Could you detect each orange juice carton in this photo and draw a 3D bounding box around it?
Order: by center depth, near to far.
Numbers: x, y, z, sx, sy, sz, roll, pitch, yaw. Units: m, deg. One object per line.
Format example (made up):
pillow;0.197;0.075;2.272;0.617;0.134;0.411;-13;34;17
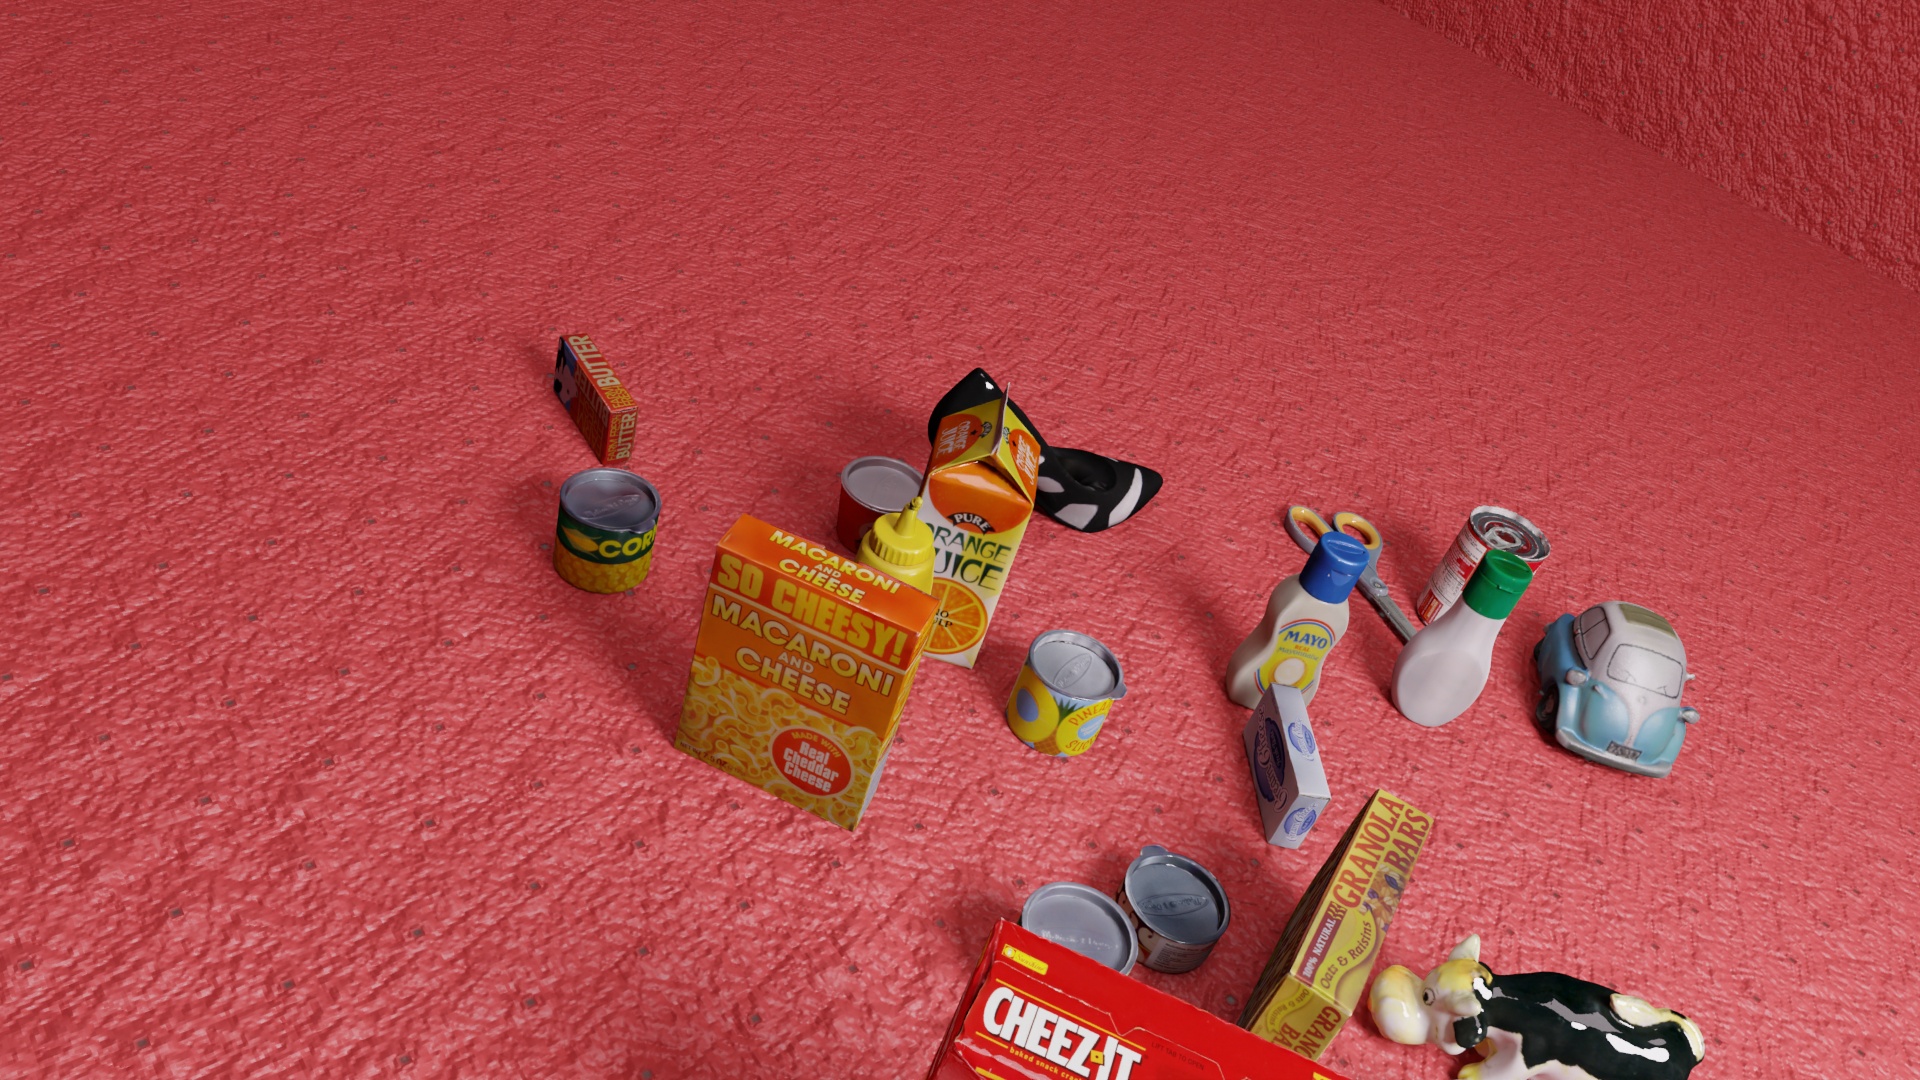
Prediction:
orange juice carton;0.003;-0.012;0.939;0.073;0.191;0.072;16;36;-4

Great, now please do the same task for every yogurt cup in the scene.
yogurt cup;-0.061;-0.023;1.041;0.072;0.053;0.073;12;37;-9

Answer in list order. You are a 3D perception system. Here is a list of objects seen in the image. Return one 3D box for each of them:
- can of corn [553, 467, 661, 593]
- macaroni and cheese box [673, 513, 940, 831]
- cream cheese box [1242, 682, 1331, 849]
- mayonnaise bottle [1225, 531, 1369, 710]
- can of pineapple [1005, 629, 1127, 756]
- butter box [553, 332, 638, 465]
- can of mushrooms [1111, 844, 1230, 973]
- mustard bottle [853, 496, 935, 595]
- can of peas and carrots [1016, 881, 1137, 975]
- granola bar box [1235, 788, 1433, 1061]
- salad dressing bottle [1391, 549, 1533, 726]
can of corn;-0.237;-0.005;0.937;0.071;0.058;0.071;12;37;-9
macaroni and cheese box;-0.092;0.078;0.804;0.124;0.165;0.040;24;36;6
cream cheese box;0.220;0.152;0.942;0.024;0.053;0.104;12;37;-10
mayonnaise bottle;0.243;0.060;0.990;0.065;0.147;0.041;14;37;-7
can of pineapple;0.070;0.104;0.933;0.071;0.057;0.071;12;37;-9
butter box;-0.278;-0.108;1.056;0.024;0.052;0.104;-12;46;-35
can of mushrooms;0.123;0.220;0.829;0.071;0.033;0.071;12;37;-9
mustard bottle;-0.047;0.031;0.890;0.049;0.159;0.065;31;38;16
can of peas and carrots;0.057;0.233;0.761;0.071;0.058;0.071;12;37;-9
granola bar box;0.199;0.231;0.772;0.039;0.123;0.166;31;38;16
salad dressing bottle;0.372;0.073;1.031;0.064;0.146;0.044;21;36;2
